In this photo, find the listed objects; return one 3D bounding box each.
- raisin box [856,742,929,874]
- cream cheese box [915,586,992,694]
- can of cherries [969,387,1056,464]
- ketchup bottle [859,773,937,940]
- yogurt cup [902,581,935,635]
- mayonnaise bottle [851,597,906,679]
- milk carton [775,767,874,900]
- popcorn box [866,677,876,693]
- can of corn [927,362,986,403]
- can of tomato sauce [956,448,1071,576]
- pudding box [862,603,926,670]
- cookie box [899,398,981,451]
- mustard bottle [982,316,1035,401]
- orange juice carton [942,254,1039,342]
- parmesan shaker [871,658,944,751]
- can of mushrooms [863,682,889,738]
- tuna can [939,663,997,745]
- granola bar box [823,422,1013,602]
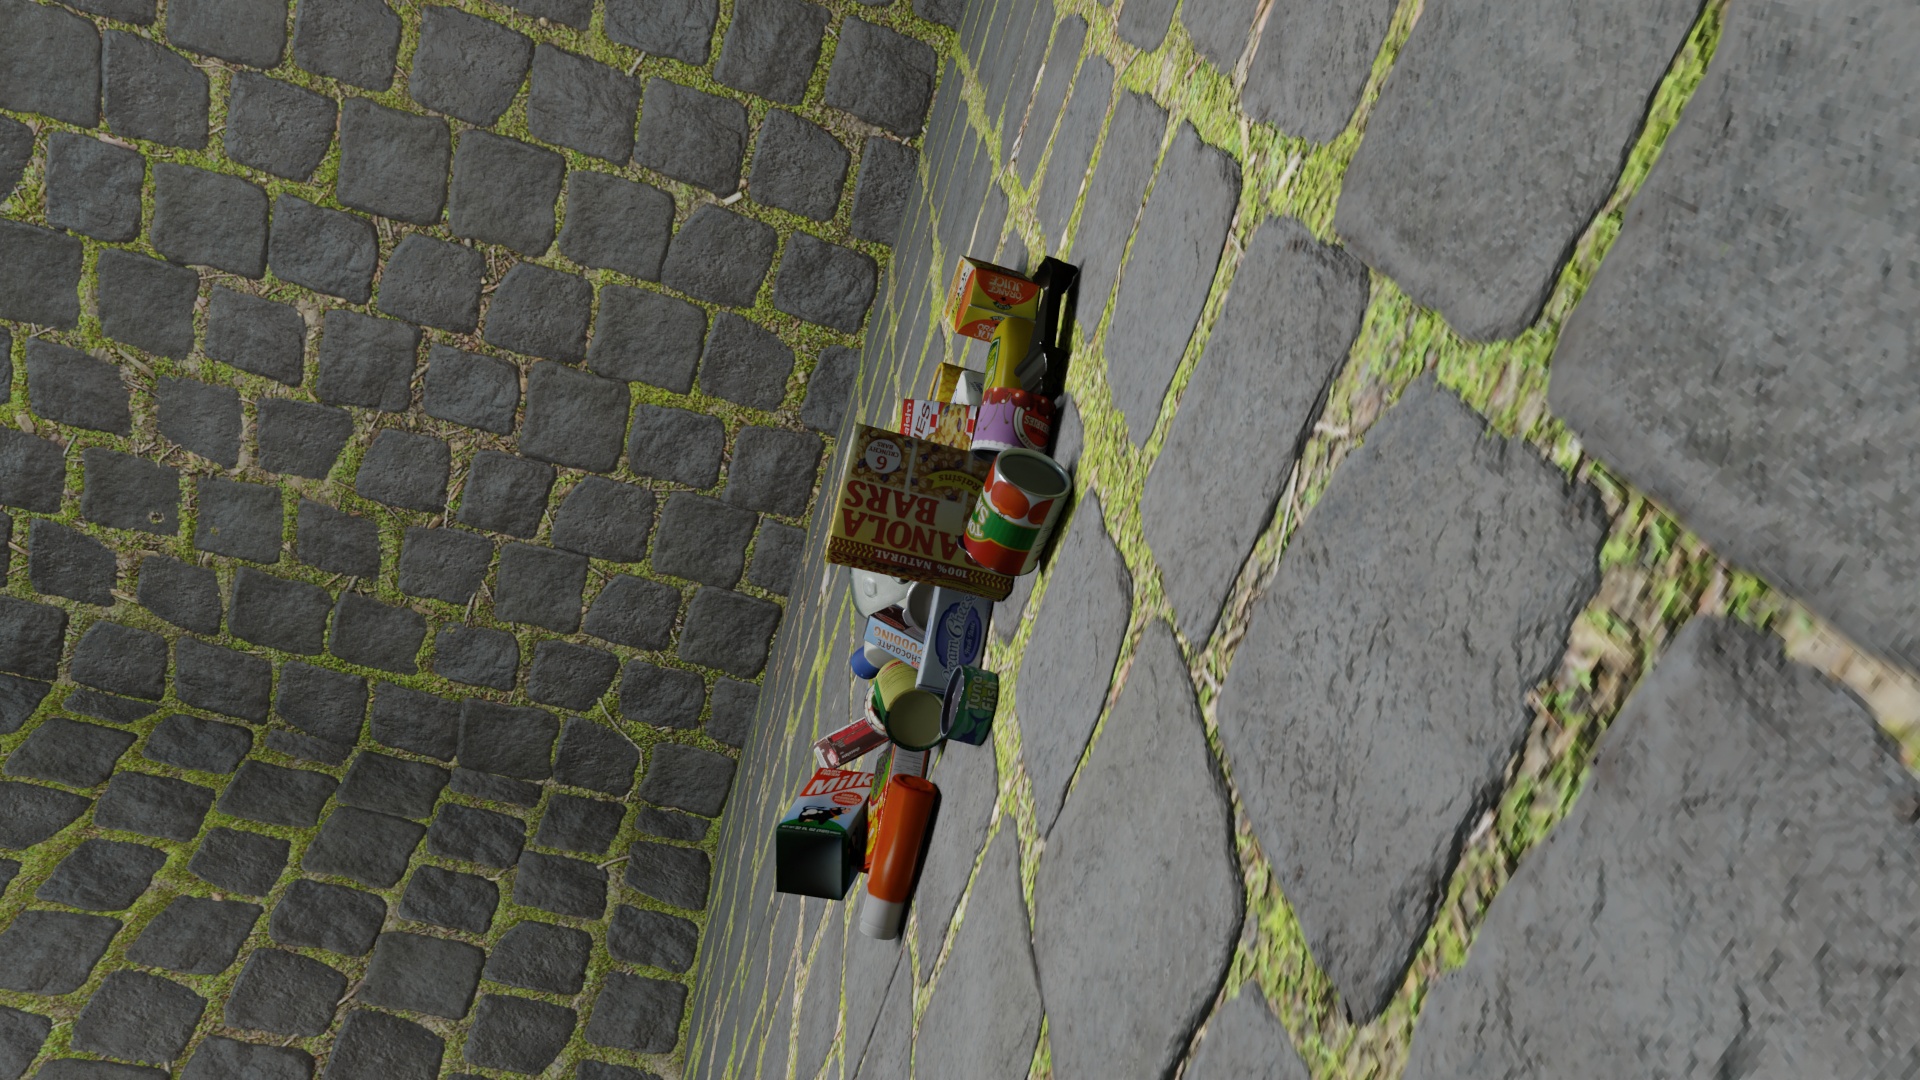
[{"bbox_3d":[-0.069,0.271,1.395,0.085,0.040,0.124,131,151,-66],"label":"raisin box"},{"bbox_3d":[-0.005,0.090,1.270,0.024,0.053,0.104,131,152,-72],"label":"cream cheese box"},{"bbox_3d":[0.049,-0.097,1.218,0.071,0.071,0.058,154,131,-76],"label":"can of cherries"},{"bbox_3d":[-0.061,0.298,1.306,0.065,0.043,0.148,-159,83,-80],"label":"ketchup bottle"},{"bbox_3d":[-0.019,0.057,1.362,0.054,0.072,0.072,-88,14,-79],"label":"yogurt cup"},{"bbox_3d":[-0.069,0.108,1.475,0.147,0.065,0.041,-38,35,50],"label":"mayonnaise bottle"},{"bbox_3d":[-0.130,0.296,1.461,0.191,0.072,0.073,-53,-34,-71],"label":"milk carton"},{"bbox_3d":[-0.074,0.144,1.594,0.126,0.038,0.085,127,154,-64],"label":"popcorn box"},{"bbox_3d":[-0.002,-0.168,1.587,0.071,0.058,0.071,-164,88,-79],"label":"can of corn"},{"bbox_3d":[0.044,-0.024,1.124,0.071,0.071,0.082,-90,18,-53],"label":"can of tomato sauce"},{"bbox_3d":[-0.048,0.097,1.371,0.050,0.084,0.030,-23,-45,-58],"label":"pudding box"},{"bbox_3d":[-0.015,-0.080,1.431,0.167,0.040,0.122,16,99,61],"label":"cookie box"},{"bbox_3d":[0.046,-0.137,1.319,0.065,0.049,0.161,117,164,-55],"label":"mustard bottle"},{"bbox_3d":[0.033,-0.254,1.484,0.193,0.072,0.072,-111,37,-72],"label":"orange juice carton"},{"bbox_3d":[-0.050,0.161,1.361,0.103,0.071,0.071,-125,50,-76],"label":"parmesan shaker"},{"bbox_3d":[-0.064,0.173,1.438,0.033,0.071,0.071,132,150,-67],"label":"can of mushrooms"},{"bbox_3d":[0.007,0.140,1.193,0.071,0.033,0.071,-164,88,-79],"label":"tuna can"},{"bbox_3d":[-0.029,-0.024,1.241,0.039,0.166,0.124,125,157,-68],"label":"granola bar box"}]
